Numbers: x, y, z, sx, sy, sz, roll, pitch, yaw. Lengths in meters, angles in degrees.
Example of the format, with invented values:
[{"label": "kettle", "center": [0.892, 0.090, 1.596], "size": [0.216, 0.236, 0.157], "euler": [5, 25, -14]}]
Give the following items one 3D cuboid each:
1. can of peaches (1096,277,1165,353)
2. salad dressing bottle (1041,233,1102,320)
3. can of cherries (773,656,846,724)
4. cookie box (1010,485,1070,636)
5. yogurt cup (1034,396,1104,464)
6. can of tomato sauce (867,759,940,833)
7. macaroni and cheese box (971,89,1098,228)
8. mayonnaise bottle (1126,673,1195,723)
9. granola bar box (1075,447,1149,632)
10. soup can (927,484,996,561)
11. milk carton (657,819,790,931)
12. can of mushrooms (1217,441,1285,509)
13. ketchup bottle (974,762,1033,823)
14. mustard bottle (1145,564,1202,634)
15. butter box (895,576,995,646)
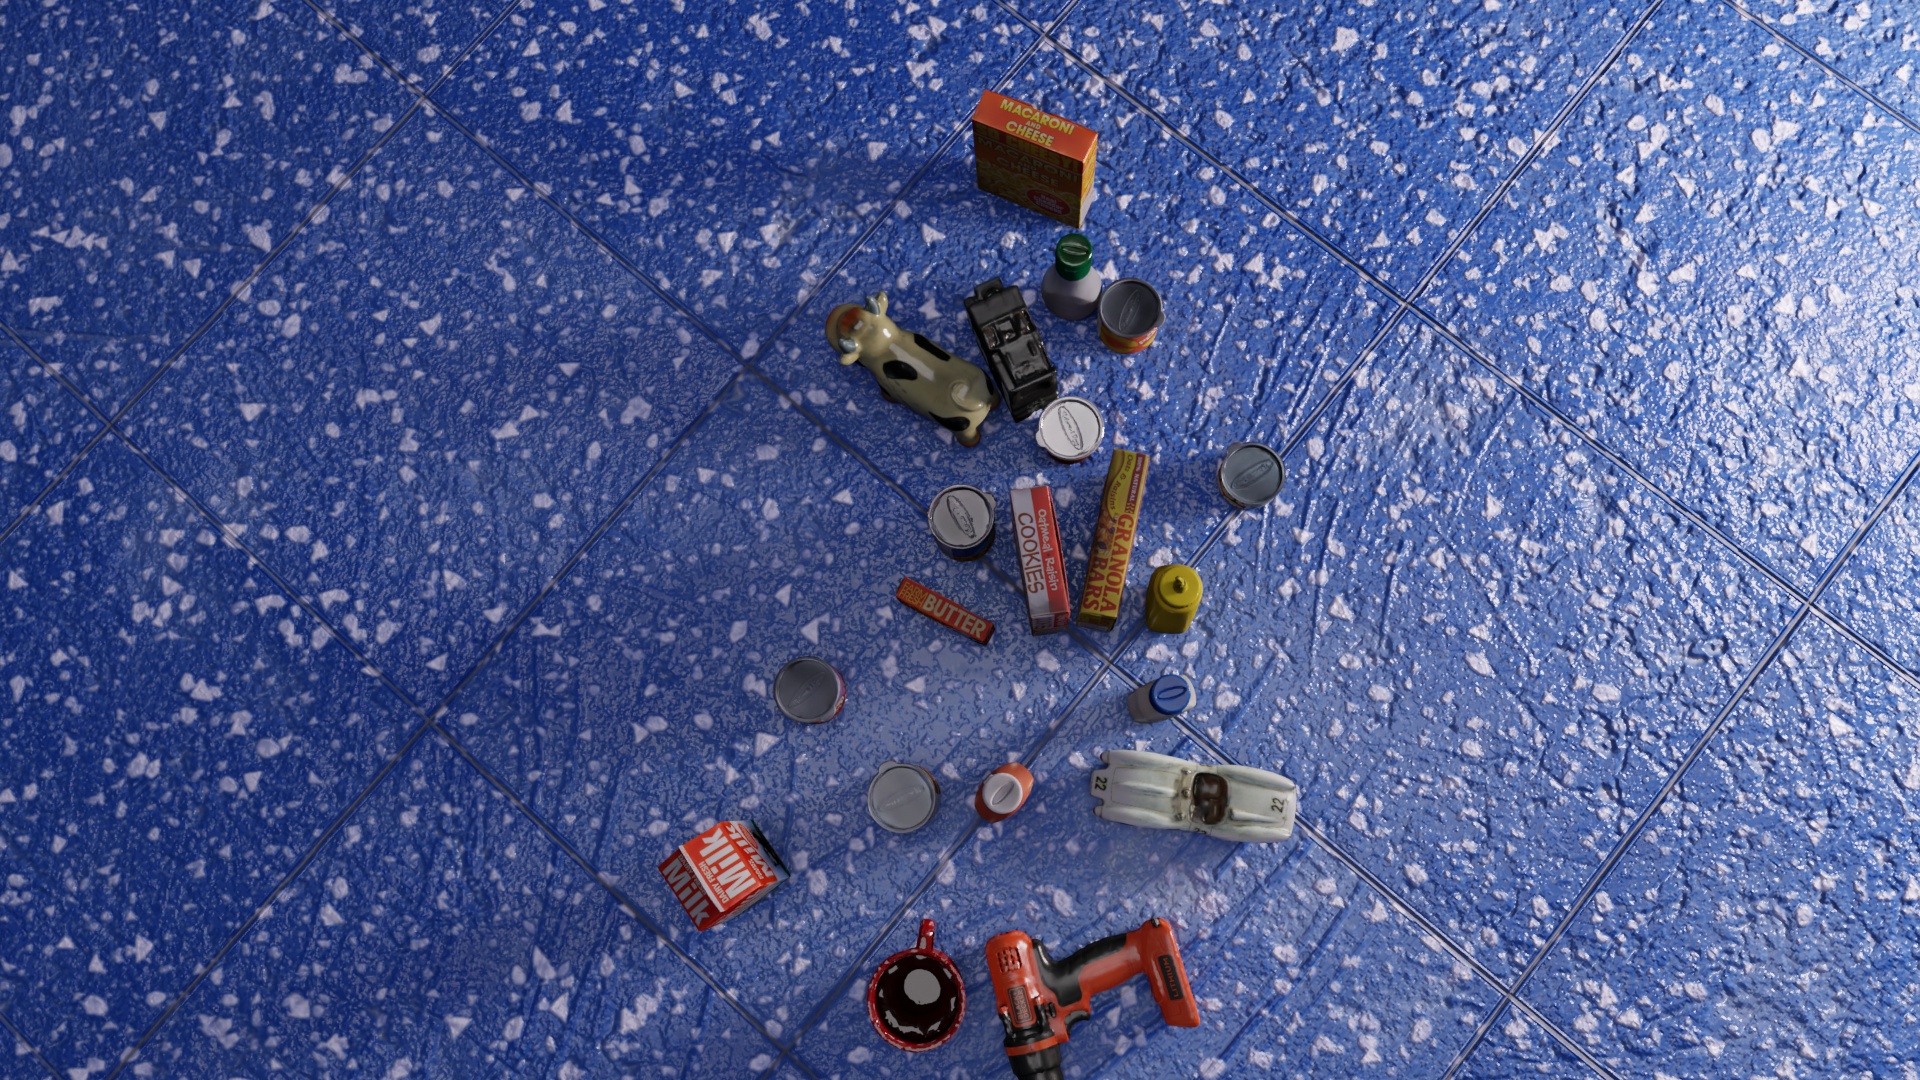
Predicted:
[{"label": "can of peaches", "center": [0.179, -0.235, 1.462], "size": [0.071, 0.058, 0.071], "euler": [0, 80, 3]}, {"label": "salad dressing bottle", "center": [0.115, -0.270, 1.426], "size": [0.064, 0.147, 0.044], "euler": [12, 81, 5]}, {"label": "can of cherries", "center": [-0.150, 0.155, 1.404], "size": [0.071, 0.058, 0.071], "euler": [0, 80, 3]}, {"label": "cookie box", "center": [0.078, 0.023, 1.363], "size": [0.040, 0.167, 0.123], "euler": [-10, 79, 1]}, {"label": "yogurt cup", "center": [0.114, -0.111, 1.444], "size": [0.072, 0.054, 0.072], "euler": [0, 80, 3]}, {"label": "can of tomato sauce", "center": [-0.056, 0.252, 1.369], "size": [0.071, 0.083, 0.071], "euler": [0, 80, 3]}, {"label": "macaroni and cheese box", "center": [0.077, -0.394, 1.442], "size": [0.124, 0.166, 0.040], "euler": [23, 82, 7]}, {"label": "mayonnaise bottle", "center": [0.197, 0.152, 1.342], "size": [0.065, 0.148, 0.041], "euler": [-16, 80, 0]}, {"label": "granola bar box", "center": [0.152, 0.003, 1.385], "size": [0.039, 0.124, 0.166], "euler": [12, 80, 5]}, {"label": "soup can", "center": [0.005, -0.018, 1.416], "size": [0.071, 0.083, 0.071], "euler": [0, 80, 3]}, {"label": "milk carton", "center": [-0.224, 0.314, 1.311], "size": [0.073, 0.190, 0.072], "euler": [-36, 80, -4]}, {"label": "can of mushrooms", "center": [0.299, -0.068, 1.437], "size": [0.071, 0.033, 0.071], "euler": [0, 79, 3]}, {"label": "ketchup bottle", "center": [0.041, 0.242, 1.333], "size": [0.043, 0.148, 0.065], "euler": [43, 85, 9]}, {"label": "mustard bottle", "center": [0.209, 0.053, 1.354], "size": [0.049, 0.160, 0.065], "euler": [5, 80, 4]}, {"label": "butter box", "center": [-0.016, 0.073, 1.416], "size": [0.103, 0.053, 0.024], "euler": [27, 82, 7]}]
